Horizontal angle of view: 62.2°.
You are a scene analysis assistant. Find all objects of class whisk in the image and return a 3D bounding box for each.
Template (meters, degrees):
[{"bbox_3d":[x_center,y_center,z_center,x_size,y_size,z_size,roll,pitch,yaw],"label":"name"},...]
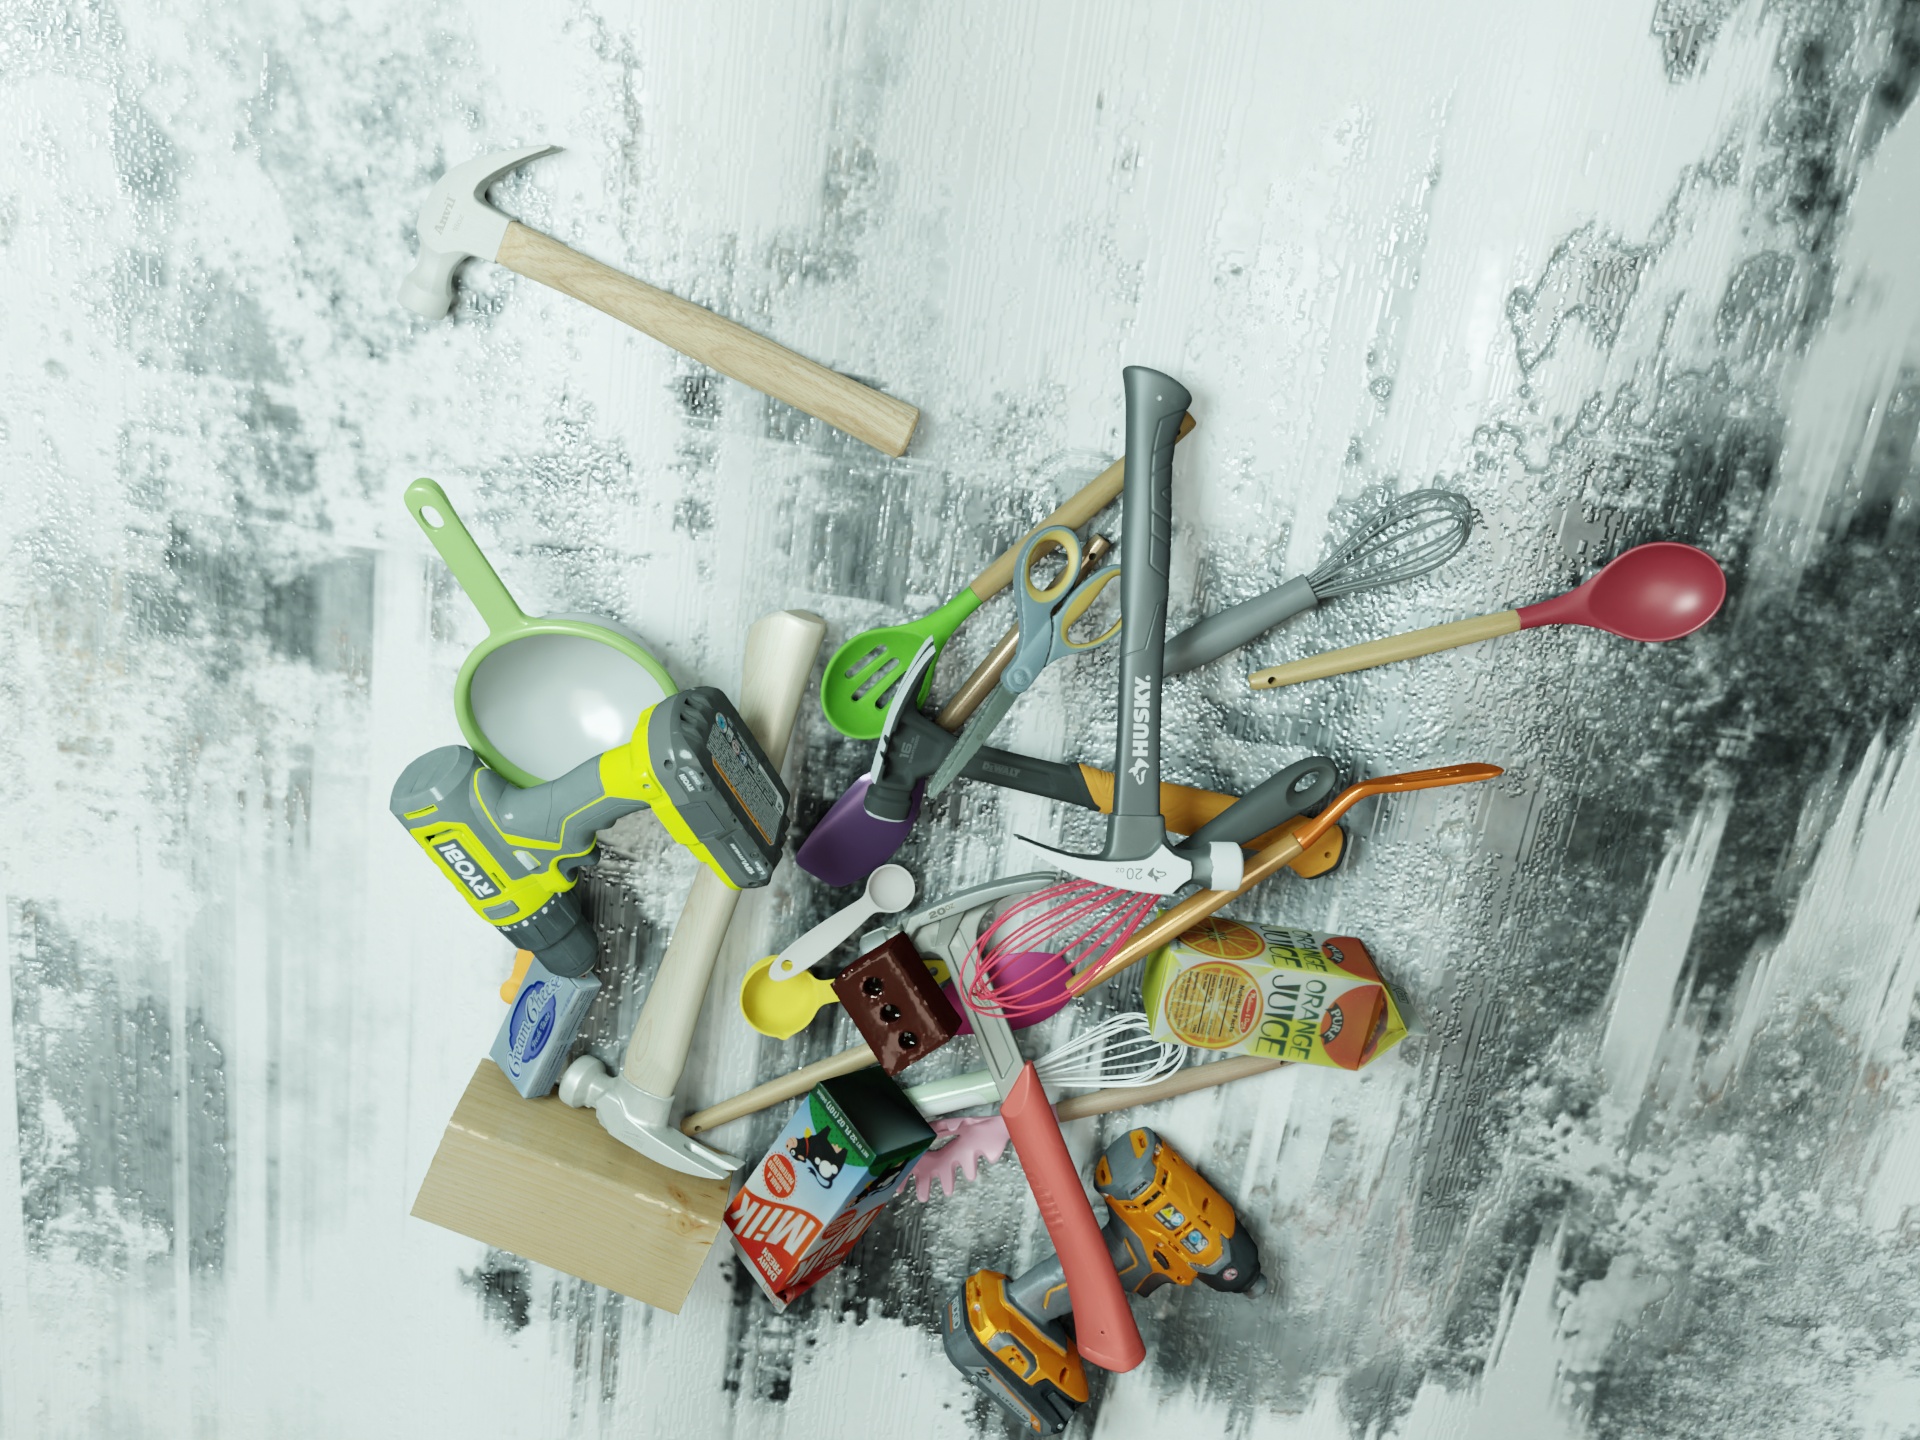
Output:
[{"bbox_3d":[0.231,-0.087,1.057,0.239,0.055,0.055,-27,106,12],"label":"whisk"},{"bbox_3d":[0.127,0.108,1.065,0.296,0.073,0.073,-32,106,-3],"label":"whisk"},{"bbox_3d":[0.047,0.263,1.171,0.246,0.059,0.057,-16,135,9],"label":"whisk"}]

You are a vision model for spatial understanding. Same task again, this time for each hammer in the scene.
[{"bbox_3d":[0.111,-0.057,1.016,0.146,0.035,0.335,2,92,-4],"label":"hammer"},{"bbox_3d":[0.062,0.290,1.131,0.149,0.037,0.359,-22,93,10],"label":"hammer"},{"bbox_3d":[0.110,0.044,1.089,0.336,0.034,0.127,15,109,-11],"label":"hammer"},{"bbox_3d":[-0.162,0.121,1.108,0.146,0.038,0.410,24,105,17],"label":"hammer"},{"bbox_3d":[-0.180,-0.255,1.008,0.331,0.031,0.130,24,107,-8],"label":"hammer"}]

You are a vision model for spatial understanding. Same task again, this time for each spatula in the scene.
[{"bbox_3d":[-0.002,-0.004,1.097,0.059,0.018,0.316,33,106,-23],"label":"spatula"},{"bbox_3d":[0.213,0.103,1.074,0.322,0.081,0.041,-34,89,6],"label":"spatula"}]

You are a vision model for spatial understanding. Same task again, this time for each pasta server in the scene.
[{"bbox_3d":[0.100,0.291,1.184,0.316,0.040,0.060,-15,120,3],"label":"pasta server"}]

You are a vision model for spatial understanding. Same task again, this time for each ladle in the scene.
[{"bbox_3d":[0.351,-0.060,1.076,0.315,0.031,0.069,-13,105,6],"label":"ladle"}]

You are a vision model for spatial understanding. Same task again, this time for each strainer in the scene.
[{"bbox_3d":[-0.274,-0.059,1.031,0.151,0.069,0.256,-18,124,15],"label":"strainer"}]

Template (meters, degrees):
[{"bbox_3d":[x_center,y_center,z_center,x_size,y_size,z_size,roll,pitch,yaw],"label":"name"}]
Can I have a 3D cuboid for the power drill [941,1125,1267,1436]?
[{"bbox_3d":[0.115,0.435,1.209,0.226,0.084,0.164,-43,103,8],"label":"power drill"}]

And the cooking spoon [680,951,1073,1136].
[{"bbox_3d":[-0.064,0.246,1.176,0.319,0.017,0.068,-23,116,8],"label":"cooking spoon"}]

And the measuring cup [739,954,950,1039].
[{"bbox_3d":[-0.084,0.191,1.162,0.156,0.029,0.062,-8,100,-10],"label":"measuring cup"}]

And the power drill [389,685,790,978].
[{"bbox_3d":[-0.232,0.080,1.047,0.228,0.080,0.190,-17,124,18],"label":"power drill"}]

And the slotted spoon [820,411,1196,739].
[{"bbox_3d":[0.032,-0.099,1.062,0.313,0.031,0.070,-39,104,10],"label":"slotted spoon"}]

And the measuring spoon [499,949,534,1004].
[{"bbox_3d":[-0.309,0.159,1.152,0.021,0.011,0.117,24,106,-8],"label":"measuring spoon"}]

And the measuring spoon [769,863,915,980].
[{"bbox_3d":[-0.085,0.146,1.136,0.124,0.018,0.034,-36,89,0],"label":"measuring spoon"}]
